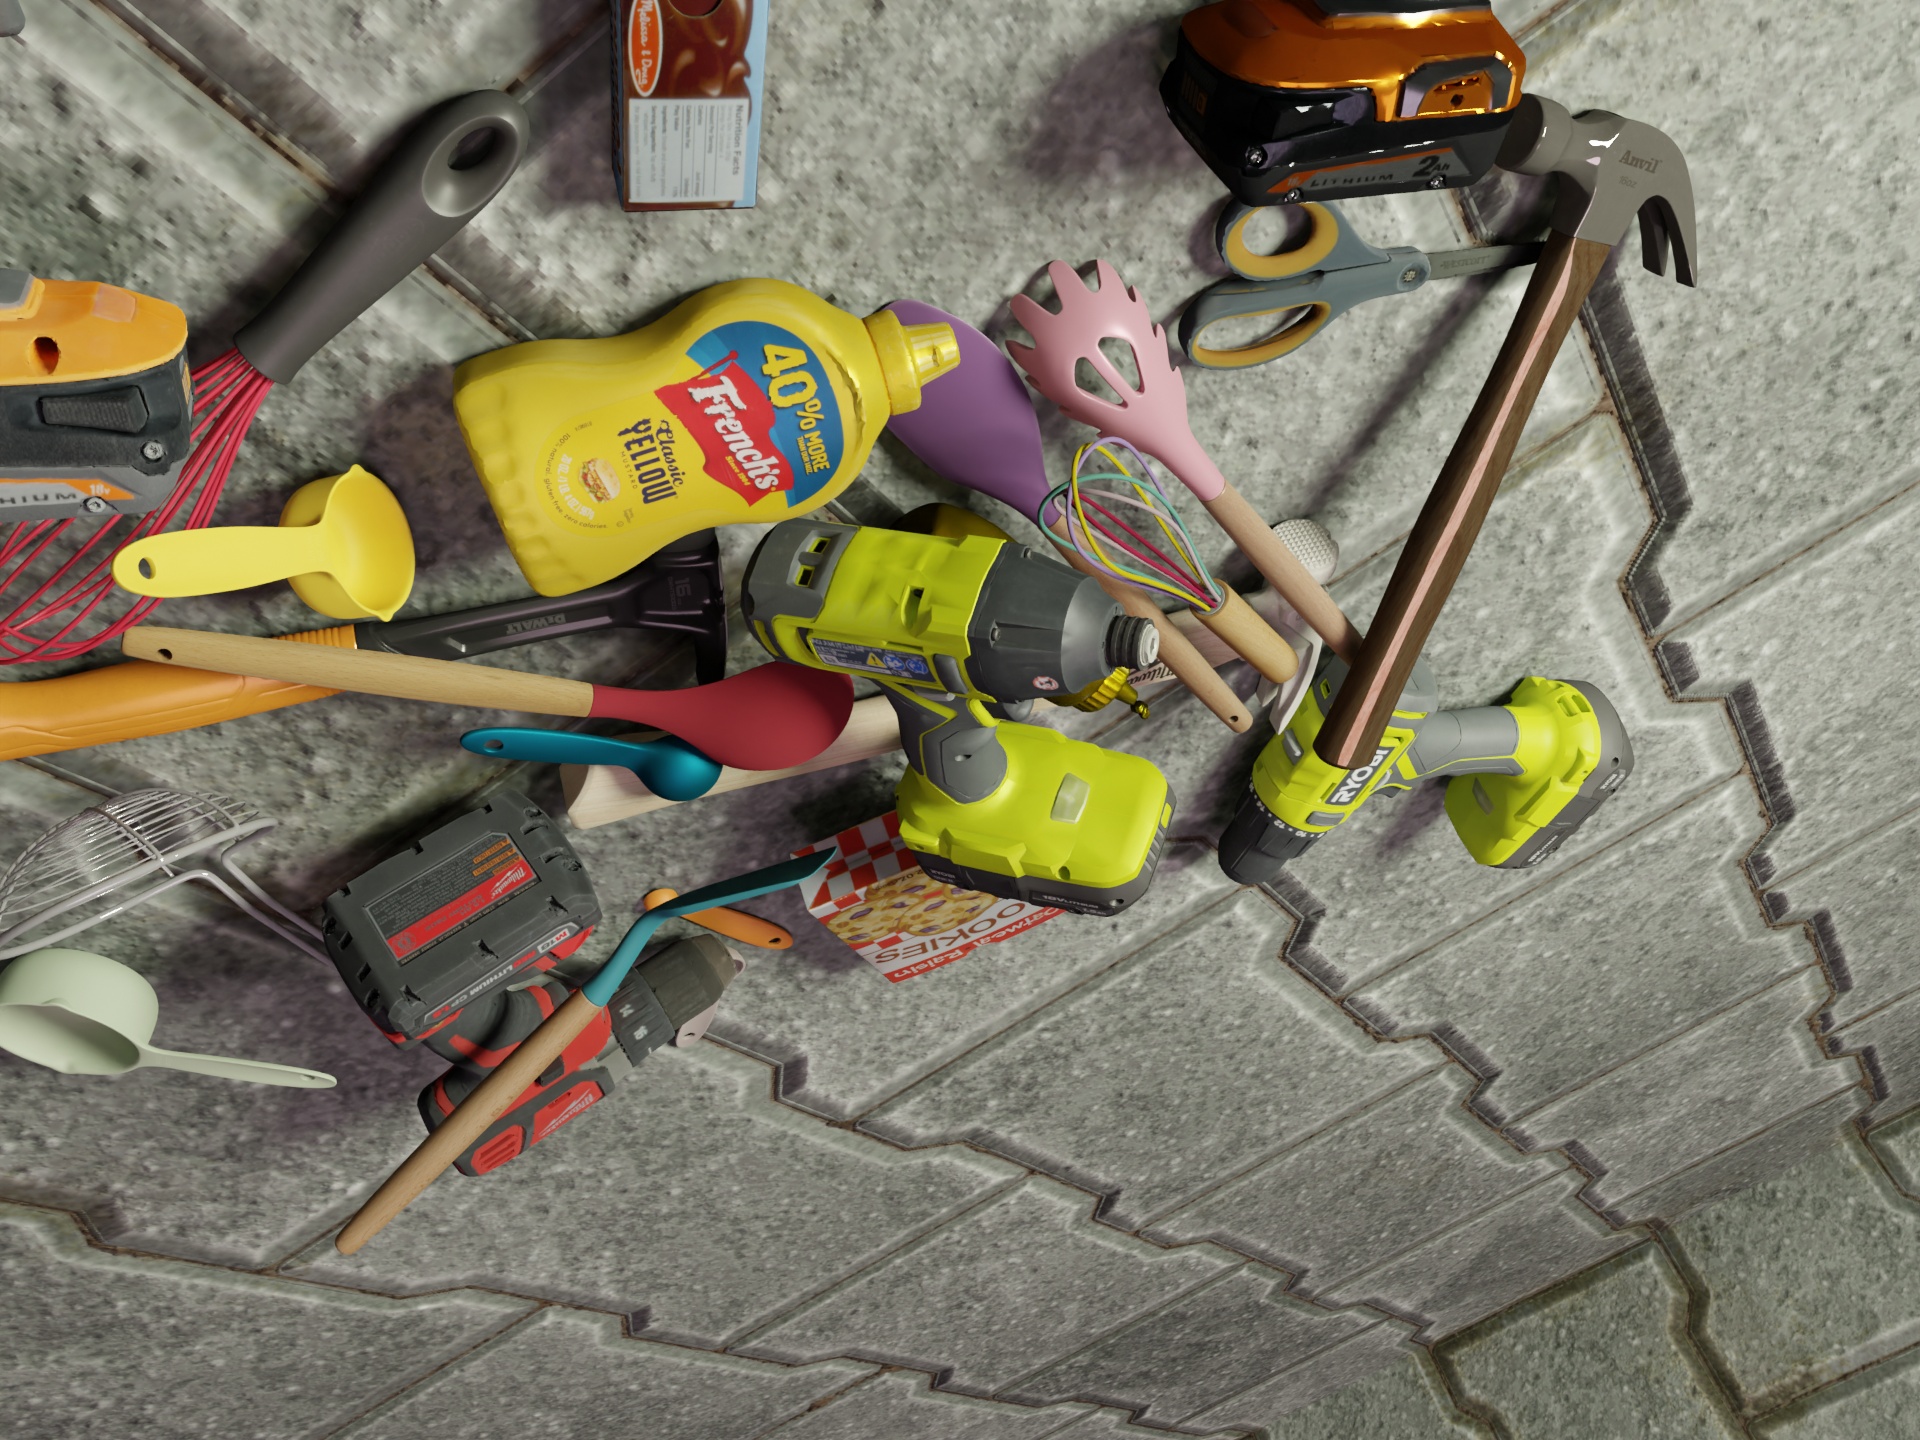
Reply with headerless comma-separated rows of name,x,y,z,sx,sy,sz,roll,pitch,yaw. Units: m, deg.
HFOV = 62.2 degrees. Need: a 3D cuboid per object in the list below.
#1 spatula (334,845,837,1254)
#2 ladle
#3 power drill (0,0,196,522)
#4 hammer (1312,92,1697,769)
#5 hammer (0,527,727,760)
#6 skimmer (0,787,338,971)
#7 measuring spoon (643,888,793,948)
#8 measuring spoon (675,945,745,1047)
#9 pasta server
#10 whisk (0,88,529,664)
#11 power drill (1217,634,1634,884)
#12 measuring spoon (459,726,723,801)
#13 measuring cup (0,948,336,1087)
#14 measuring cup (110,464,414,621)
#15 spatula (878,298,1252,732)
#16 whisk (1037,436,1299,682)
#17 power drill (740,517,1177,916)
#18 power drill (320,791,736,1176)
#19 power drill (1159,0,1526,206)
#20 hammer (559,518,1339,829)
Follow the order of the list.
spatula,-0.189,0.160,0.773,0.317,0.044,0.082,-44,-179,7
ladle,-0.186,-0.014,0.689,0.315,0.031,0.069,7,126,-29
power drill,-0.269,-0.173,0.443,0.185,0.084,0.226,-7,124,-19
hammer,0.247,-0.119,0.761,0.130,0.031,0.331,1,123,-29
hammer,-0.268,-0.022,0.688,0.337,0.034,0.127,-12,140,-13
skimmer,-0.325,0.139,0.808,0.127,0.090,0.362,-28,143,3
measuring spoon,-0.141,0.122,0.943,0.021,0.011,0.116,-39,139,21
measuring spoon,-0.163,0.172,0.997,0.034,0.018,0.124,-7,148,-28
pasta server,0.129,-0.099,0.752,0.060,0.040,0.315,-39,133,15
whisk,-0.260,-0.115,0.562,0.296,0.073,0.073,-39,140,12
power drill,0.284,0.038,0.998,0.228,0.080,0.190,4,136,-26
measuring spoon,-0.168,0.021,0.740,0.128,0.021,0.042,8,136,-35
measuring cup,-0.397,0.153,0.800,0.167,0.038,0.083,15,141,-16
measuring cup,-0.256,-0.059,0.579,0.029,0.062,0.156,-7,-172,17
spatula,0.058,-0.082,0.746,0.060,0.018,0.315,-32,130,19
whisk,0.107,-0.061,0.745,0.051,0.047,0.244,-37,146,16
power drill,0.018,0.001,0.709,0.171,0.080,0.223,10,152,24
power drill,-0.214,0.136,0.834,0.188,0.080,0.226,-32,149,-20
power drill,0.131,-0.291,0.519,0.164,0.084,0.226,-10,137,-15
hammer,-0.001,-0.003,0.841,0.410,0.038,0.146,-14,143,-9
